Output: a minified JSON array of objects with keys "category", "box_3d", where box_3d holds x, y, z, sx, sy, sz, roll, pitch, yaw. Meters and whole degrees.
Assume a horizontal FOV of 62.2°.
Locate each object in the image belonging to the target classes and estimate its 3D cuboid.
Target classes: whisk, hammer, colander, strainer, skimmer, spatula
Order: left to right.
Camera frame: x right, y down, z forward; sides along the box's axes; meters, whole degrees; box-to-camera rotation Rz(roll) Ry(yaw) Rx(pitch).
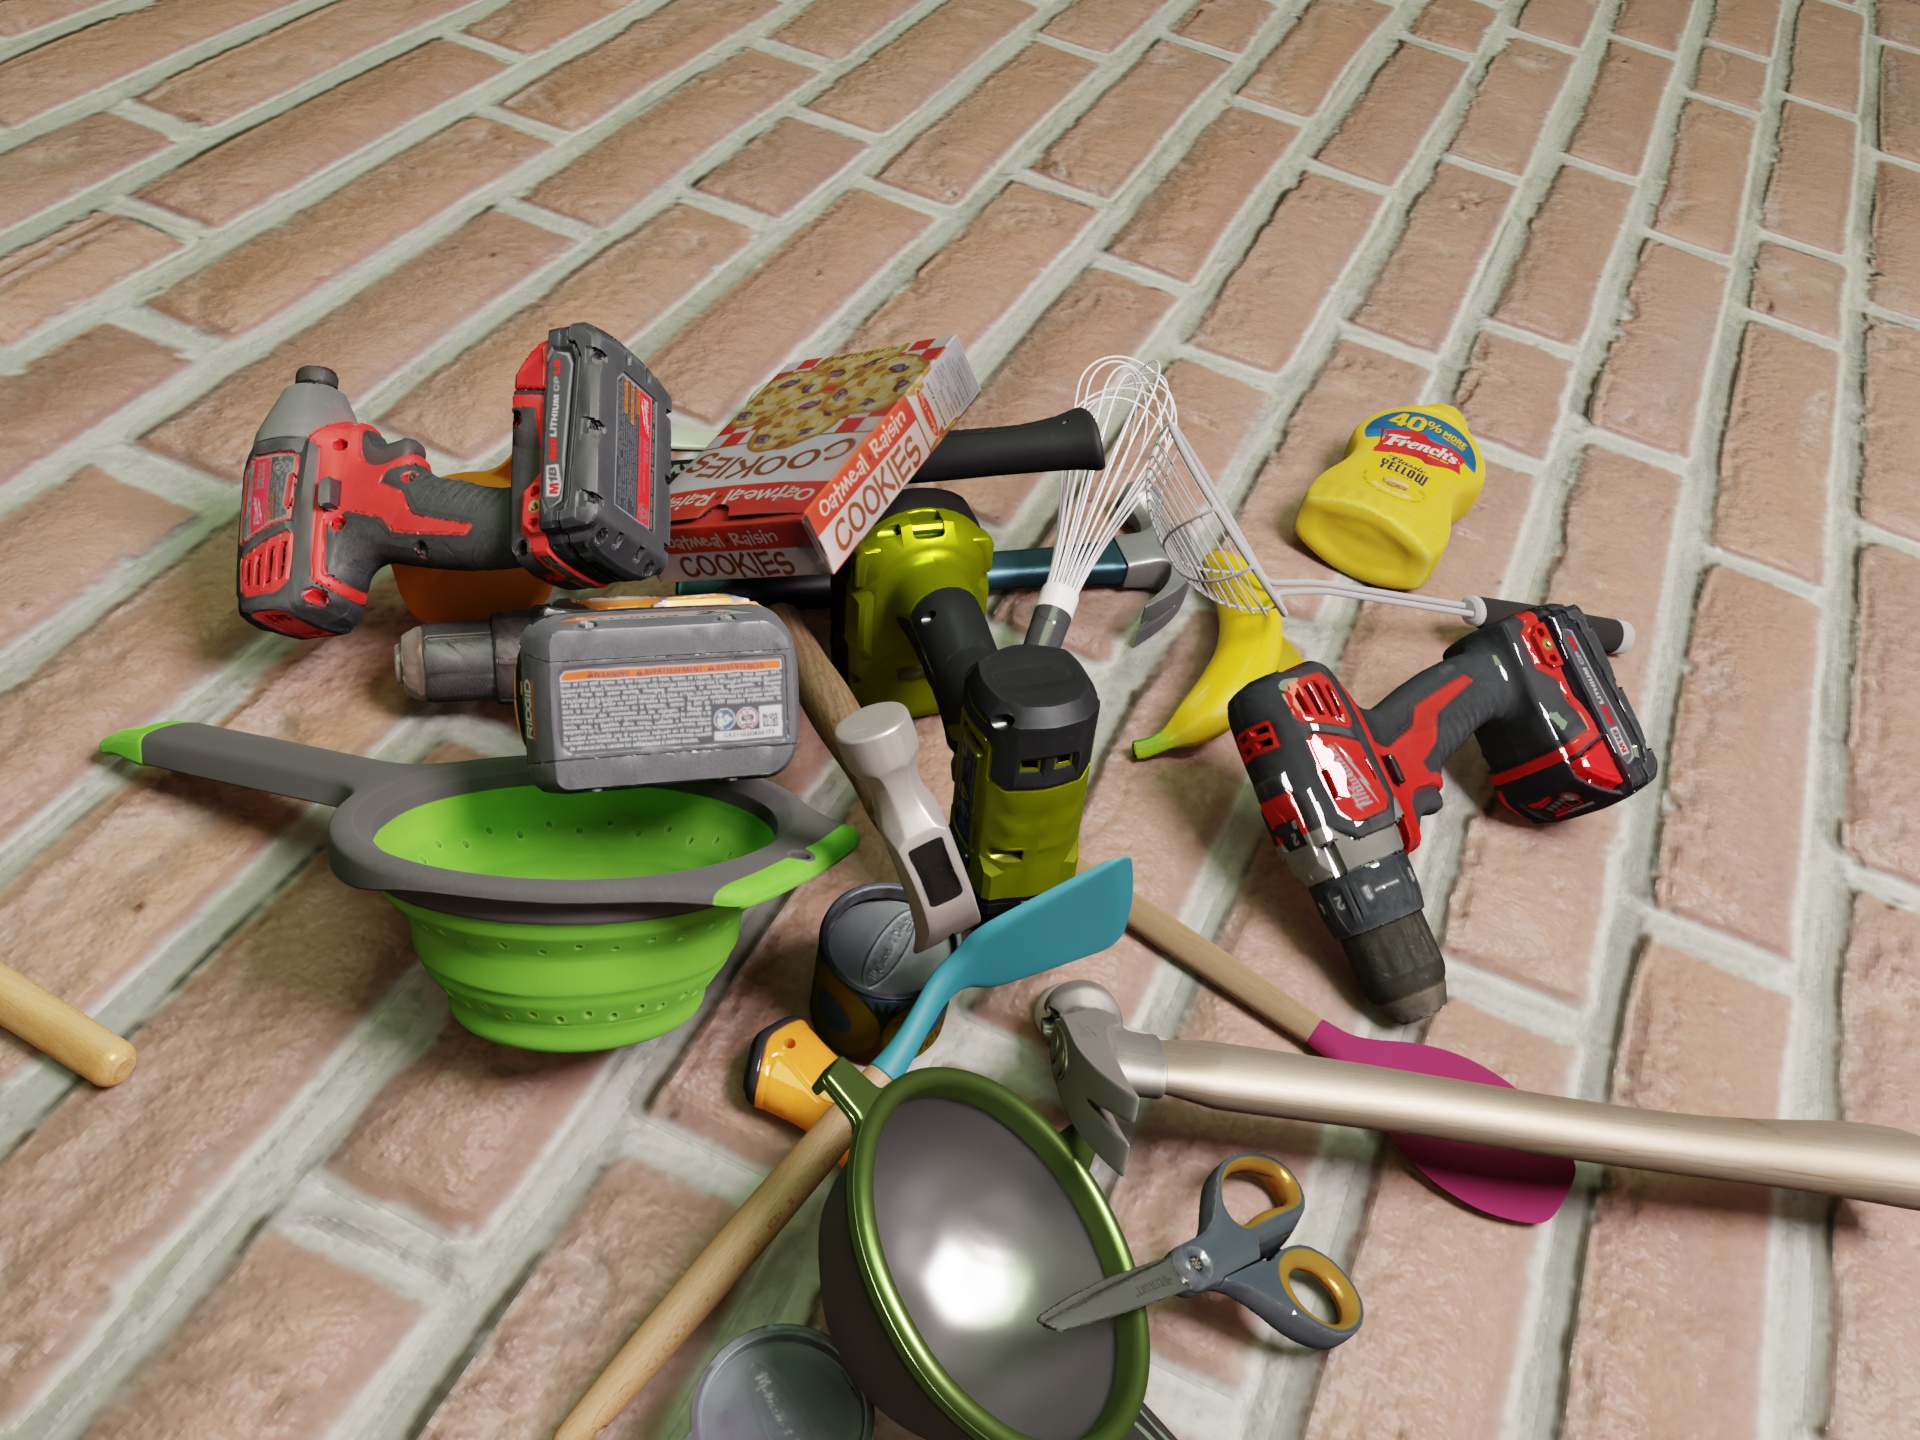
[{"category":"whisk","box_3d":[-0.462,0.093,0.692,0.245,0.047,0.051,27,46,11]},{"category":"colander","box_3d":[-0.242,0.071,0.730,0.397,0.094,0.204,9,14,22]},{"category":"hammer","box_3d":[-0.081,-0.145,0.931,0.335,0.035,0.146,-3,40,13]},{"category":"hammer","box_3d":[-0.055,0.006,0.768,0.031,0.130,0.332,-24,24,-8]},{"category":"spatula","box_3d":[-0.040,0.171,0.649,0.044,0.082,0.317,33,64,22]},{"category":"hammer","box_3d":[-0.011,-0.090,0.971,0.331,0.033,0.128,-6,46,-17]},{"category":"strainer","box_3d":[0.008,0.251,0.561,0.151,0.069,0.257,26,37,-40]},{"category":"hammer","box_3d":[0.032,0.240,0.655,0.127,0.034,0.337,-31,59,-33]},{"category":"whisk","box_3d":[0.065,-0.096,0.925,0.070,0.070,0.285,18,68,6]},{"category":"skimmer","box_3d":[0.272,-0.097,0.953,0.363,0.090,0.127,7,38,-20]},{"category":"hammer","box_3d":[0.244,0.178,0.694,0.410,0.038,0.146,9,7,-5]}]

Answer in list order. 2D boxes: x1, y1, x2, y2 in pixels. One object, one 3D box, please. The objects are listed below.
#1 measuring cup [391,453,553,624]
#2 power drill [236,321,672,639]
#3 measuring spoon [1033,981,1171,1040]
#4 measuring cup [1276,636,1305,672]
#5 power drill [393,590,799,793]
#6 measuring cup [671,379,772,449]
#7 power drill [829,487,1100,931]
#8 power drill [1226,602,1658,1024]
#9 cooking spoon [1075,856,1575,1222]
[{"category":"measuring cup","box_3d":[-0.239,-0.114,0.859,0.095,0.173,0.052,21,34,-47]},{"category":"power drill","box_3d":[-0.260,-0.124,0.798,0.219,0.078,0.143,-6,74,16]},{"category":"measuring spoon","box_3d":[0.095,0.155,0.762,0.124,0.018,0.034,21,45,8]},{"category":"measuring cup","box_3d":[0.204,-0.005,0.945,0.062,0.029,0.157,-3,35,-13]},{"category":"power drill","box_3d":[-0.181,-0.023,0.777,0.185,0.084,0.226,-4,11,-17]},{"category":"measuring cup","box_3d":[-0.150,-0.197,1.041,0.167,0.038,0.083,0,46,-14]},{"category":"power drill","box_3d":[-0.001,-0.003,0.805,0.080,0.171,0.223,-8,40,-17]},{"category":"power drill","box_3d":[0.262,0.042,0.846,0.226,0.080,0.188,-17,79,-29]},{"category":"cooking spoon","box_3d":[0.153,0.139,0.789,0.319,0.017,0.069,33,57,19]}]
